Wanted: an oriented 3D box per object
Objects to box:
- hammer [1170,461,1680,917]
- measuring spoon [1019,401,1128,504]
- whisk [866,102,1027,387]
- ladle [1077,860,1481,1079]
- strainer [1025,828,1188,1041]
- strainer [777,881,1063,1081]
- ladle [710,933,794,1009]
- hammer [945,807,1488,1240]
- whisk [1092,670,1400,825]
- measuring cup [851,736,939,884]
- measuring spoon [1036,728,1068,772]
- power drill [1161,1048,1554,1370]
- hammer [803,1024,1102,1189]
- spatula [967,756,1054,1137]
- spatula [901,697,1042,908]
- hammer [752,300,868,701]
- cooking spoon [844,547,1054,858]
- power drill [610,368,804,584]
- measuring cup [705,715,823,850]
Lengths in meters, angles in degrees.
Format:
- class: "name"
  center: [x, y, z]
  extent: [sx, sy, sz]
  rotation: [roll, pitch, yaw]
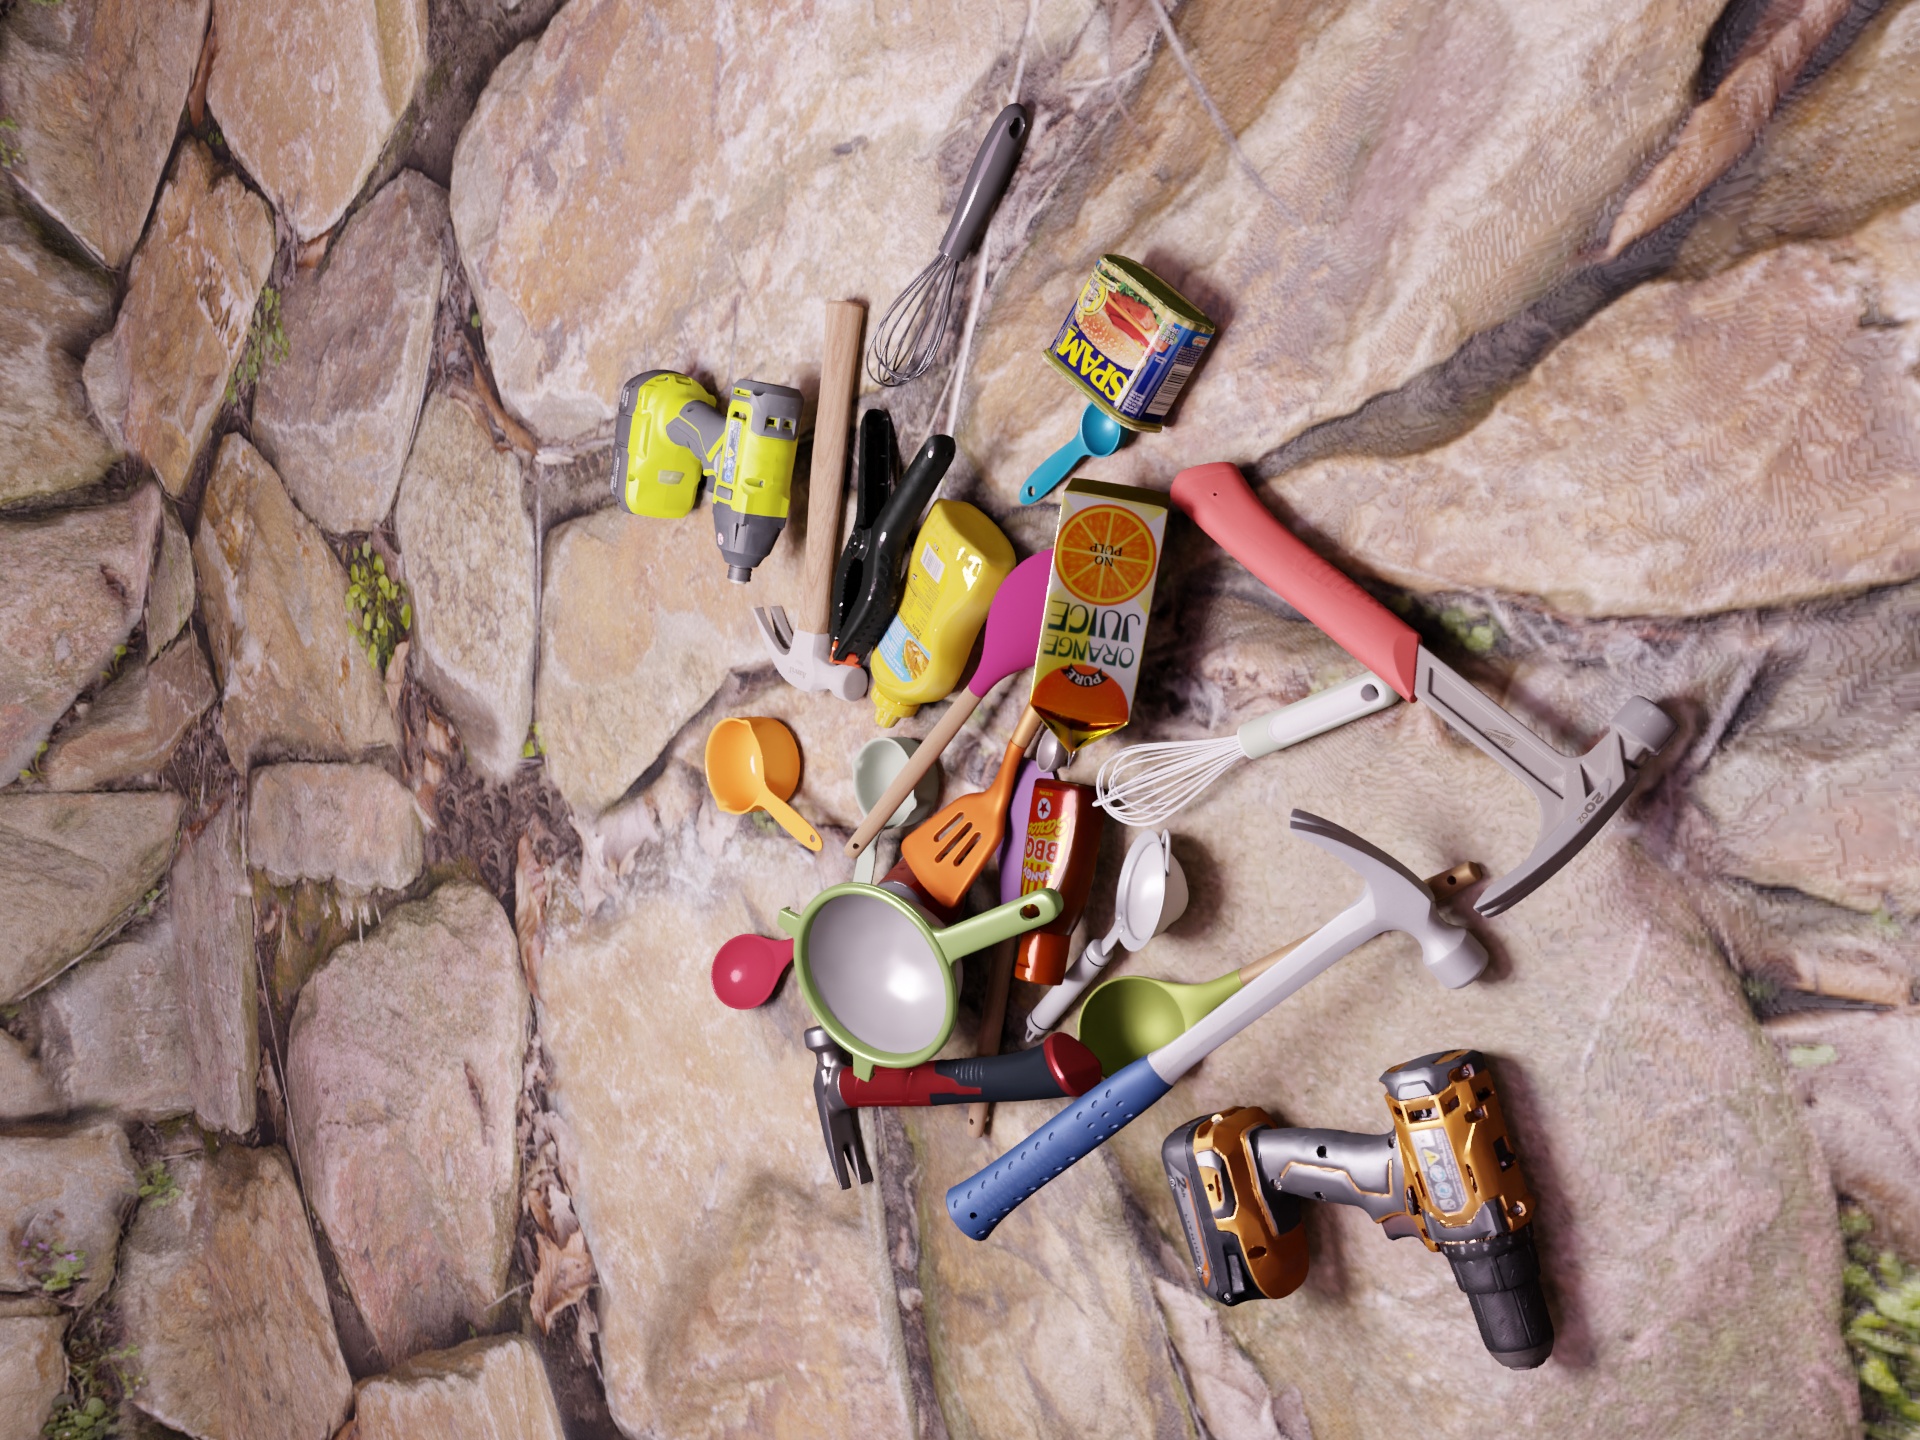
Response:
- class: "hammer"
  center: [0.247, -0.046, 0.978]
  extent: [0.149, 0.036, 0.359]
  rotation: [-49, 54, 8]
- class: "measuring spoon"
  center: [0.085, -0.194, 1.173]
  extent: [0.128, 0.021, 0.042]
  rotation: [-36, 69, 51]
- class: "whisk"
  center: [-0.009, -0.362, 1.228]
  extent: [0.055, 0.055, 0.239]
  rotation: [45, 119, 33]
- class: "ladle"
  center: [0.203, 0.164, 1.055]
  extent: [0.320, 0.062, 0.078]
  rotation: [-35, 72, 39]
- class: "strainer"
  center: [0.107, 0.165, 1.163]
  extent: [0.087, 0.050, 0.258]
  rotation: [-93, 27, -44]
- class: "strainer"
  center: [-0.013, 0.167, 1.201]
  extent: [0.256, 0.069, 0.151]
  rotation: [-28, 89, 35]
- class: "ladle"
  center: [-0.123, 0.184, 1.408]
  extent: [0.315, 0.031, 0.069]
  rotation: [-34, 69, 40]
- class: "hammer"
  center: [0.135, 0.217, 1.037]
  extent: [0.144, 0.035, 0.405]
  rotation: [46, 114, -2]
- class: "whisk"
  center: [0.186, 0.017, 1.065]
  extent: [0.246, 0.059, 0.058]
  rotation: [-26, 87, 39]
- class: "measuring cup"
  center: [-0.060, 0.091, 1.329]
  extent: [0.083, 0.038, 0.167]
  rotation: [31, 117, 39]
- class: "measuring spoon"
  center: [0.089, -0.015, 1.184]
  extent: [0.124, 0.018, 0.034]
  rotation: [-66, 22, 19]
- class: "power drill"
  center: [0.254, 0.317, 1.004]
  extent: [0.226, 0.084, 0.185]
  rotation: [-24, 78, 40]
- class: "hammer"
  center: [-0.013, 0.300, 1.252]
  extent: [0.386, 0.038, 0.143]
  rotation: [-22, 79, 55]
- class: "spatula"
  center: [0.036, 0.184, 1.253]
  extent: [0.060, 0.018, 0.316]
  rotation: [21, 107, 42]
- class: "spatula"
  center: [0.048, -0.003, 1.193]
  extent: [0.081, 0.041, 0.322]
  rotation: [49, 123, 39]
- class: "hammer"
  center: [-0.117, -0.190, 1.364]
  extent: [0.130, 0.031, 0.331]
  rotation: [17, 106, 43]
- class: "cooking spoon"
  center: [-0.002, -0.004, 1.231]
  extent: [0.069, 0.017, 0.318]
  rotation: [38, 116, 0]
- class: "power drill"
  center: [-0.226, -0.224, 1.417]
  extent: [0.223, 0.080, 0.171]
  rotation: [25, 109, 49]
- class: "measuring cup"
  center: [-0.159, 0.061, 1.416]
  extent: [0.174, 0.052, 0.095]
  rotation: [39, 120, 34]
